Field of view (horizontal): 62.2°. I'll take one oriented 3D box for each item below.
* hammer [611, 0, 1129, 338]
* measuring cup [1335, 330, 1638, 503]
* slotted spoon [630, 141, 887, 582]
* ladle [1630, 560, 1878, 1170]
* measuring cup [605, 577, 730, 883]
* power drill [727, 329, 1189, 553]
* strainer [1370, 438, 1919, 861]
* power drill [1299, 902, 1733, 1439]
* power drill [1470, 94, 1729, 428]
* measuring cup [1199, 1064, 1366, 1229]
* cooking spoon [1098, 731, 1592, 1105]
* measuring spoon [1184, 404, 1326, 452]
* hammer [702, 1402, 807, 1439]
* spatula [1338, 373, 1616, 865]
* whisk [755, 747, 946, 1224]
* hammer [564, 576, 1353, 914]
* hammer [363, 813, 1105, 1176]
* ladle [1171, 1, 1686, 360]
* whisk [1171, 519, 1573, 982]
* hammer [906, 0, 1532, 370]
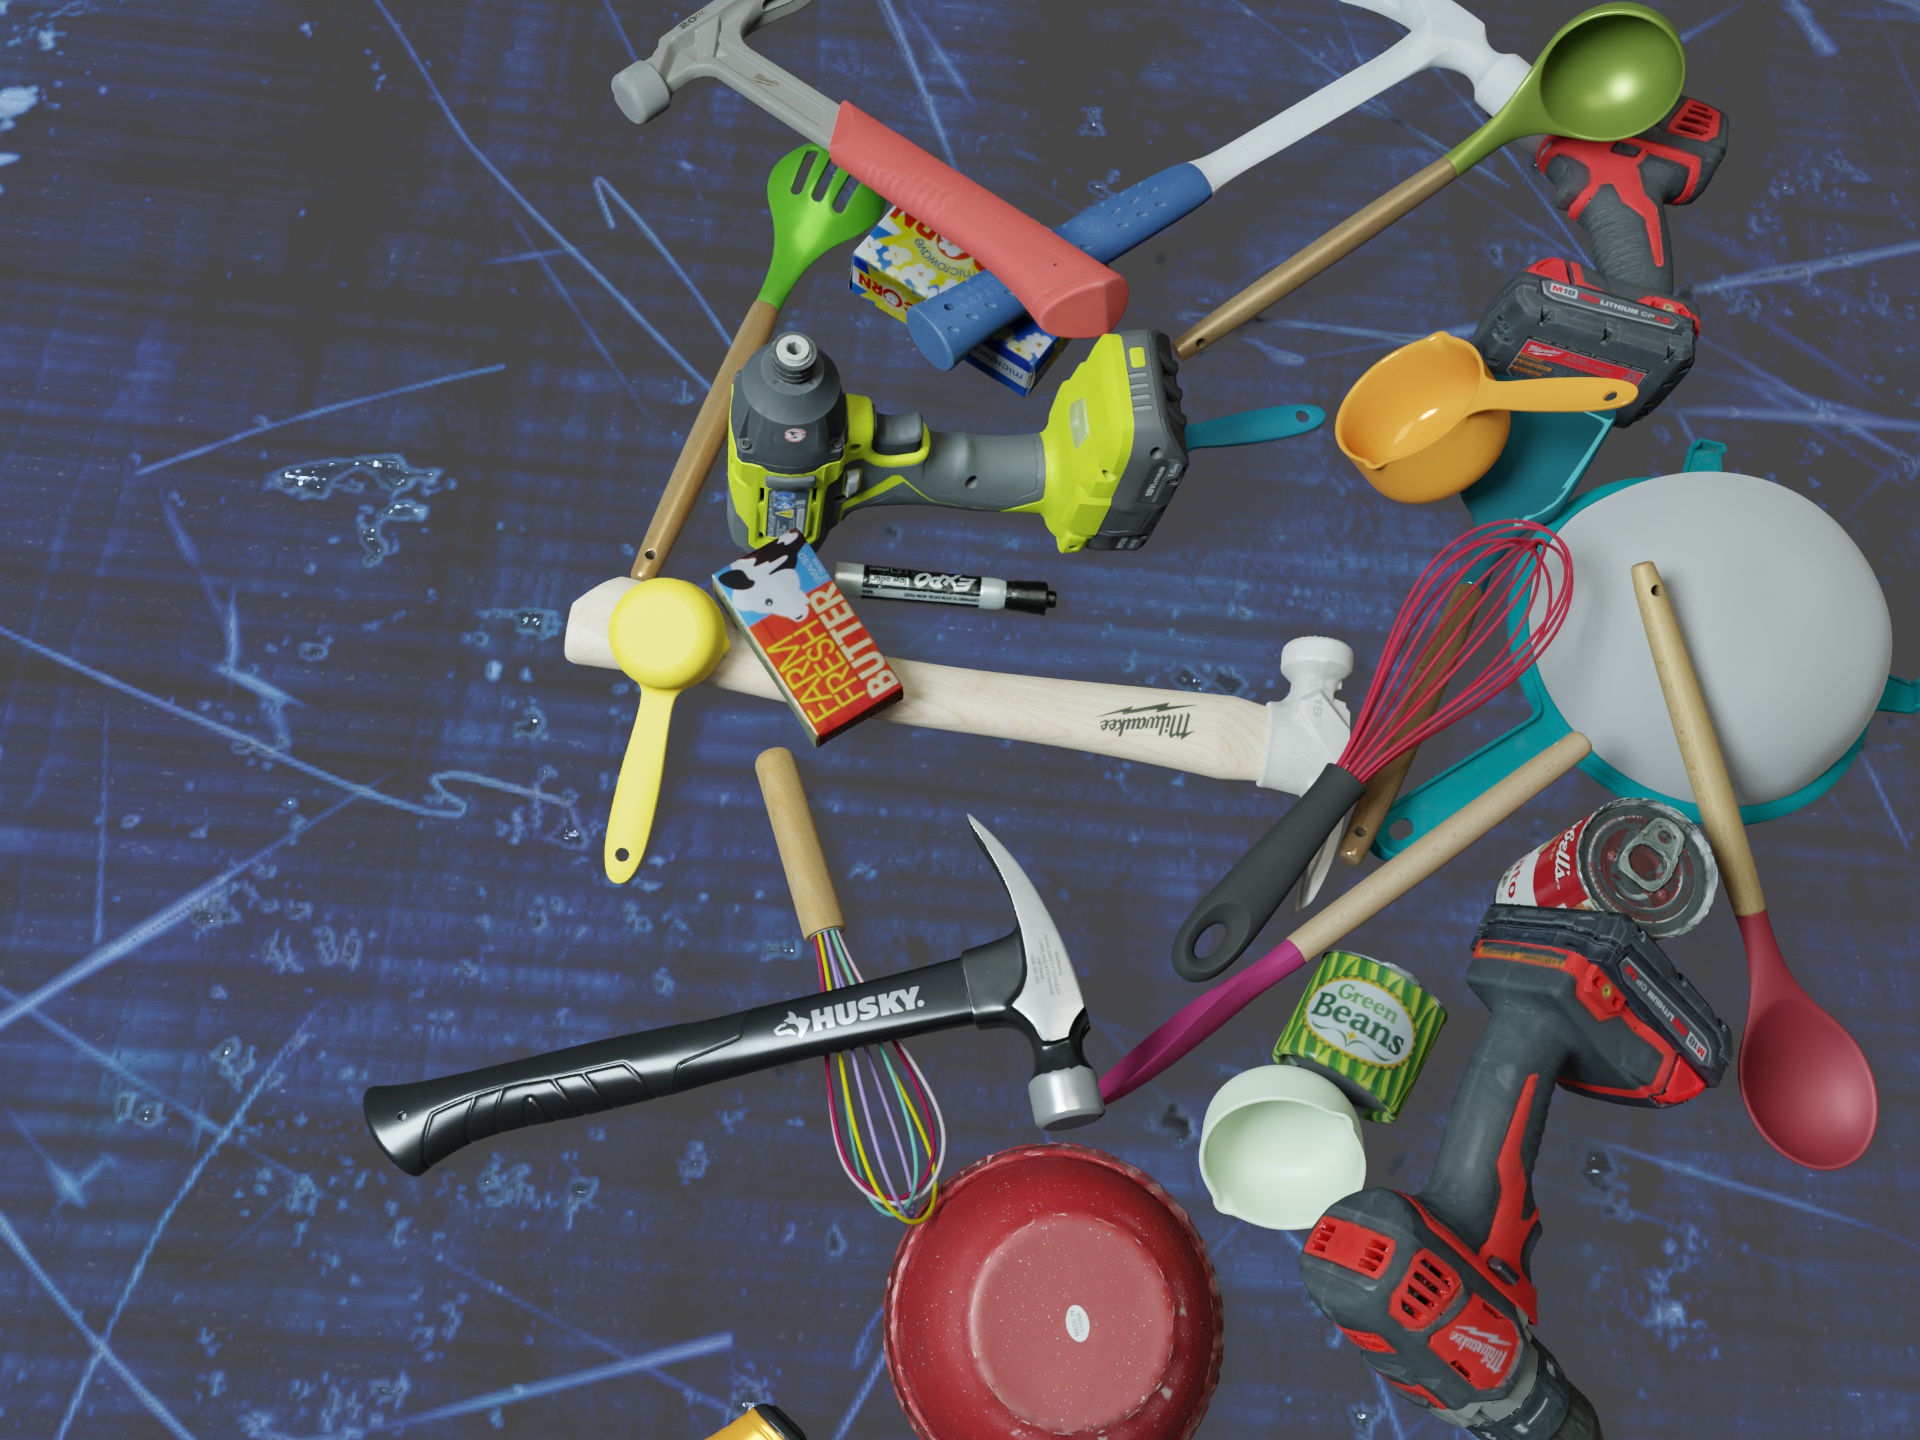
[{"bbox_3d":[-0.037,-0.319,0.889,0.149,0.036,0.359,-40,61,-16],"label":"hammer"},{"bbox_3d":[0.287,-0.158,0.854,0.052,0.174,0.095,41,71,-37],"label":"measuring cup"},{"bbox_3d":[-0.117,-0.212,0.900,0.070,0.031,0.314,21,71,-1],"label":"slotted spoon"},{"bbox_3d":[0.387,0.071,0.796,0.069,0.031,0.315,-18,92,-7],"label":"ladle"},{"bbox_3d":[-0.157,0.005,0.792,0.062,0.029,0.156,11,87,2],"label":"measuring cup"},{"bbox_3d":[-0.006,-0.142,0.810,0.223,0.171,0.080,-3,71,-10],"label":"power drill"},{"bbox_3d":[0.361,-0.026,0.840,0.340,0.095,0.211,-29,75,-16],"label":"strainer"},{"bbox_3d":[0.267,0.218,0.730,0.187,0.080,0.227,44,68,-22],"label":"power drill"},{"bbox_3d":[0.375,-0.296,0.953,0.143,0.078,0.220,17,66,1],"label":"power drill"},{"bbox_3d":[0.185,0.227,0.759,0.167,0.038,0.083,41,115,-10],"label":"measuring cup"},{"bbox_3d":[0.184,0.098,0.777,0.319,0.068,0.017,-34,84,-9],"label":"cooking spoon"},{"bbox_3d":[0.151,-0.170,0.911,0.128,0.021,0.042,-11,71,-8],"label":"measuring spoon"},{"bbox_3d":[-0.230,0.355,0.676,0.337,0.034,0.127,-8,70,-8],"label":"hammer"},{"bbox_3d":[0.266,-0.058,0.860,0.082,0.044,0.318,20,63,20],"label":"spatula"},{"bbox_3d":[-0.058,0.125,0.778,0.047,0.051,0.245,-6,65,-30],"label":"whisk"},{"bbox_3d":[-0.001,-0.003,0.829,0.410,0.038,0.146,10,71,-1],"label":"hammer"},{"bbox_3d":[-0.111,0.145,0.730,0.335,0.035,0.146,-13,64,3],"label":"hammer"},{"bbox_3d":[0.262,-0.297,0.906,0.320,0.078,0.062,-33,34,5],"label":"ladle"},{"bbox_3d":[0.203,0.014,0.791,0.073,0.073,0.296,40,82,9],"label":"whisk"},{"bbox_3d":[0.141,-0.318,0.913,0.405,0.035,0.144,-34,70,-15],"label":"hammer"}]
